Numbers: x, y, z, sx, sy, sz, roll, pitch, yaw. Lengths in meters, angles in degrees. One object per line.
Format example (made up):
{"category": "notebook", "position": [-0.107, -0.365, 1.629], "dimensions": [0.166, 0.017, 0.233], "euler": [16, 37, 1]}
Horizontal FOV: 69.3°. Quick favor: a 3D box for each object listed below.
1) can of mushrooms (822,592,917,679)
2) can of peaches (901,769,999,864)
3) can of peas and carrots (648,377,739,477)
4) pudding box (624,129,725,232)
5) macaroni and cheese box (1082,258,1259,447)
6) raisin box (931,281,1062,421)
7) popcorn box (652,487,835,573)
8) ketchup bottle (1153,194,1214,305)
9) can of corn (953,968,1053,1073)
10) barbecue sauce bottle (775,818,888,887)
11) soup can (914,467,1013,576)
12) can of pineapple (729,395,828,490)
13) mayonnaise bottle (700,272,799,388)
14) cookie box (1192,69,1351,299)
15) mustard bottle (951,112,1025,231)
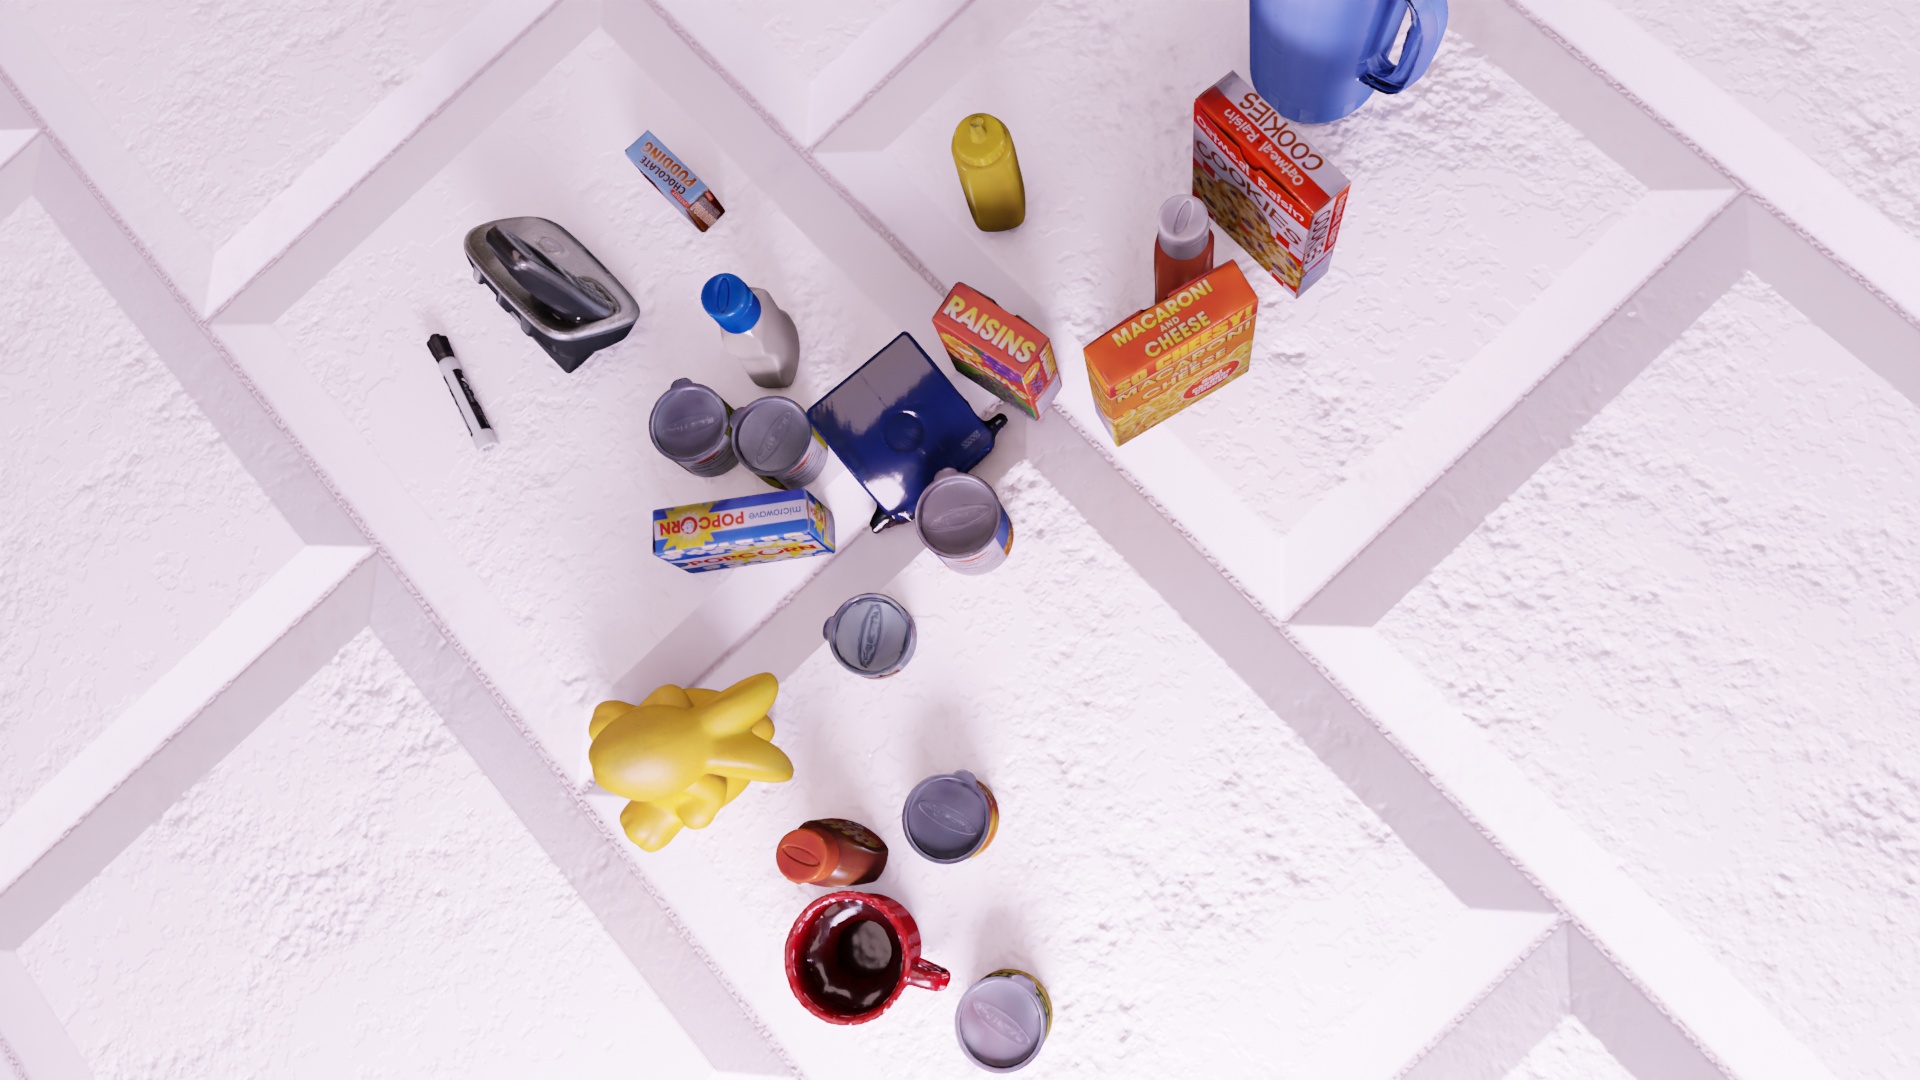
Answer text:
{"category": "can of mushrooms", "position": [-0.071, 0.076, 1.097], "dimensions": [0.071, 0.033, 0.071], "euler": [-2, 78, 9]}
{"category": "can of peaches", "position": [-0.005, 0.207, 1.047], "dimensions": [0.071, 0.058, 0.071], "euler": [-2, 78, 9]}
{"category": "can of peas and carrots", "position": [-0.215, -0.092, 1.141], "dimensions": [0.071, 0.058, 0.071], "euler": [-2, 78, 9]}
{"category": "pudding box", "position": [-0.246, -0.309, 1.195], "dimensions": [0.030, 0.049, 0.084], "euler": [-45, 76, -2]}
{"category": "macaroni and cheese box", "position": [0.156, -0.135, 1.037], "dimensions": [0.124, 0.166, 0.040], "euler": [-31, 76, 2]}
{"category": "raisin box", "position": [0.031, -0.145, 1.081], "dimensions": [0.086, 0.123, 0.040], "euler": [34, 86, 14]}
{"category": "popcorn box", "position": [-0.170, -0.006, 1.103], "dimensions": [0.127, 0.085, 0.038], "euler": [-8, 78, 7]}
{"category": "ketchup bottle", "position": [0.171, -0.217, 1.061], "dimensions": [0.043, 0.148, 0.065], "euler": [19, 82, 12]}
{"category": "can of corn", "position": [0.034, 0.346, 1.012], "dimensions": [0.071, 0.058, 0.071], "euler": [-2, 78, 9]}
{"category": "barbecue sauce bottle", "position": [-0.097, 0.228, 1.011], "dimensions": [0.065, 0.148, 0.044], "euler": [22, 83, 12]}
{"category": "soup can", "position": [0.004, -0.014, 1.078], "dimensions": [0.071, 0.083, 0.071], "euler": [-2, 79, 9]}
{"category": "can of pineapple", "position": [-0.147, -0.080, 1.128], "dimensions": [0.071, 0.058, 0.071], "euler": [-2, 78, 9]}
{"category": "mayonnaise bottle", "position": [-0.165, -0.169, 1.103], "dimensions": [0.041, 0.148, 0.065], "euler": [0, 79, 9]}
{"category": "cookie box", "position": [0.230, -0.264, 1.052], "dimensions": [0.040, 0.167, 0.123], "euler": [-42, 76, -1]}
{"category": "mustard bottle", "position": [0.021, -0.298, 1.095], "dimensions": [0.049, 0.160, 0.065], "euler": [-10, 78, 7]}
